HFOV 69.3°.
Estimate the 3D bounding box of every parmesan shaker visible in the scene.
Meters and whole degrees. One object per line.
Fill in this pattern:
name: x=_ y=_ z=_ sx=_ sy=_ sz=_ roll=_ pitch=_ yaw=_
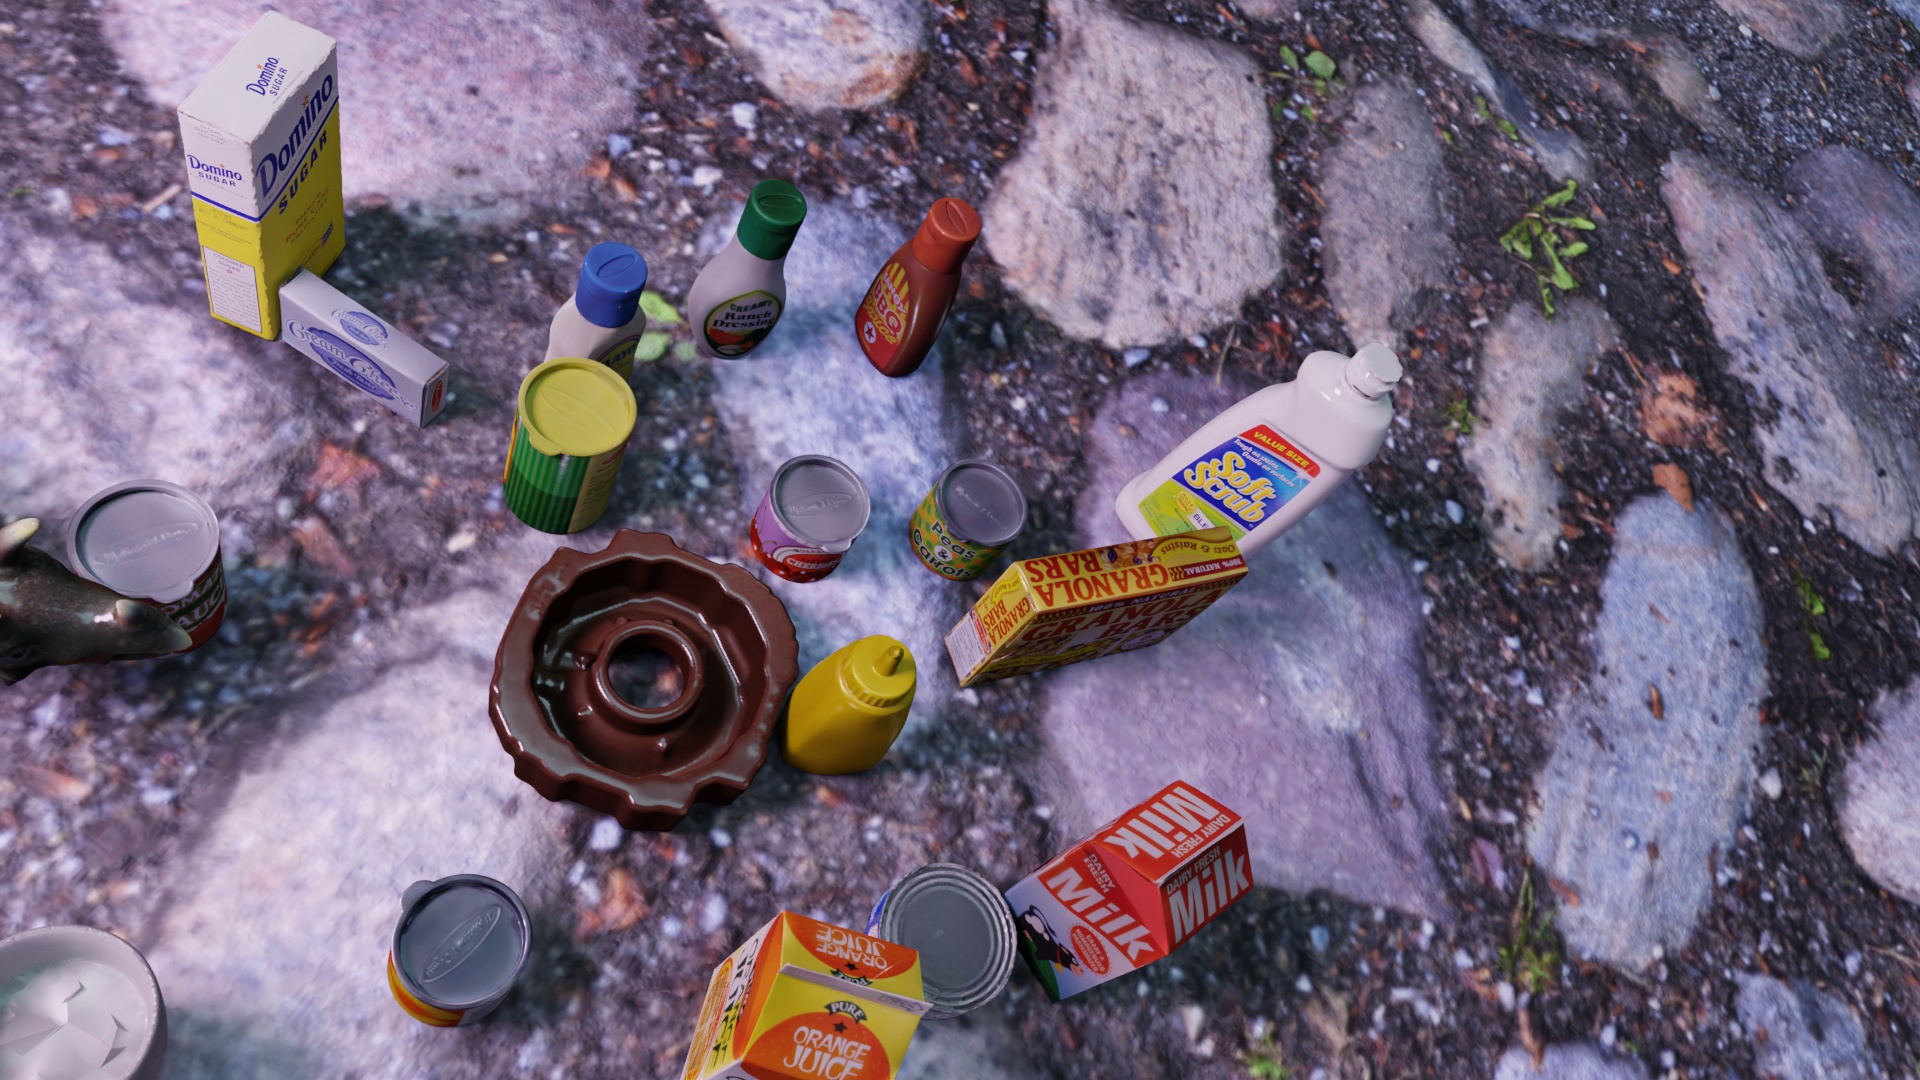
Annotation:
parmesan shaker: x=-0.238 y=-0.053 z=0.833 sx=0.071 sy=0.102 sz=0.071 roll=11 pitch=59 yaw=-19

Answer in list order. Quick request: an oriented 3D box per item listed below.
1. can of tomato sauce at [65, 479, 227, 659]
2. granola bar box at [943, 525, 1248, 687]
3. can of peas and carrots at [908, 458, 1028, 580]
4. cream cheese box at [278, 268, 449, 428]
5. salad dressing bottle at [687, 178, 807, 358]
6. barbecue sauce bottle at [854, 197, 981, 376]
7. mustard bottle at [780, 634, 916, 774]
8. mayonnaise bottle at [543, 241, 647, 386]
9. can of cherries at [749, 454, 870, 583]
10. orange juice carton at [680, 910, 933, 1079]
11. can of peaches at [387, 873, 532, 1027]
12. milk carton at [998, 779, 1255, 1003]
can of tomato sauce: x=-0.419 y=0.018 z=0.723 sx=0.071 sy=0.082 sz=0.071 roll=11 pitch=59 yaw=-19
granola bar box: x=0.088 y=0.044 z=0.913 sx=0.166 sy=0.123 sz=0.039 roll=-9 pitch=67 yaw=-28
can of peas and carrots: x=0.003 y=-0.012 z=0.946 sx=0.071 sy=0.058 sz=0.071 roll=11 pitch=59 yaw=-19
cream cheese box: x=-0.362 y=-0.115 z=0.842 sx=0.104 sy=0.053 sz=0.024 roll=34 pitch=55 yaw=-4
salad dressing bottle: x=-0.140 y=-0.178 z=0.920 sx=0.064 sy=0.147 sz=0.044 roll=-7 pitch=66 yaw=-27
barbecue sauce bottle: x=-0.029 y=-0.179 z=0.970 sx=0.044 sy=0.147 sz=0.065 roll=-15 pitch=70 yaw=-30
mustard bottle: x=-0.058 y=0.090 z=0.799 sx=0.065 sy=0.159 sz=0.049 roll=10 pitch=60 yaw=-19
mayonnaise bottle: x=-0.223 y=-0.123 z=0.852 sx=0.041 sy=0.147 sz=0.065 roll=46 pitch=55 yaw=5
can of cherries: x=-0.098 y=-0.011 z=0.900 sx=0.071 sy=0.058 sz=0.072 roll=11 pitch=59 yaw=-19
orange juice carton: x=-0.079 y=0.238 z=0.687 sx=0.072 sy=0.191 sz=0.073 roll=22 pitch=56 yaw=-12
can of peaches: x=-0.257 y=0.207 z=0.706 sx=0.071 sy=0.057 sz=0.071 roll=11 pitch=59 yaw=-19
milk carton: x=0.096 y=0.198 z=0.790 sx=0.072 sy=0.189 sz=0.073 roll=-26 pitch=76 yaw=-33
